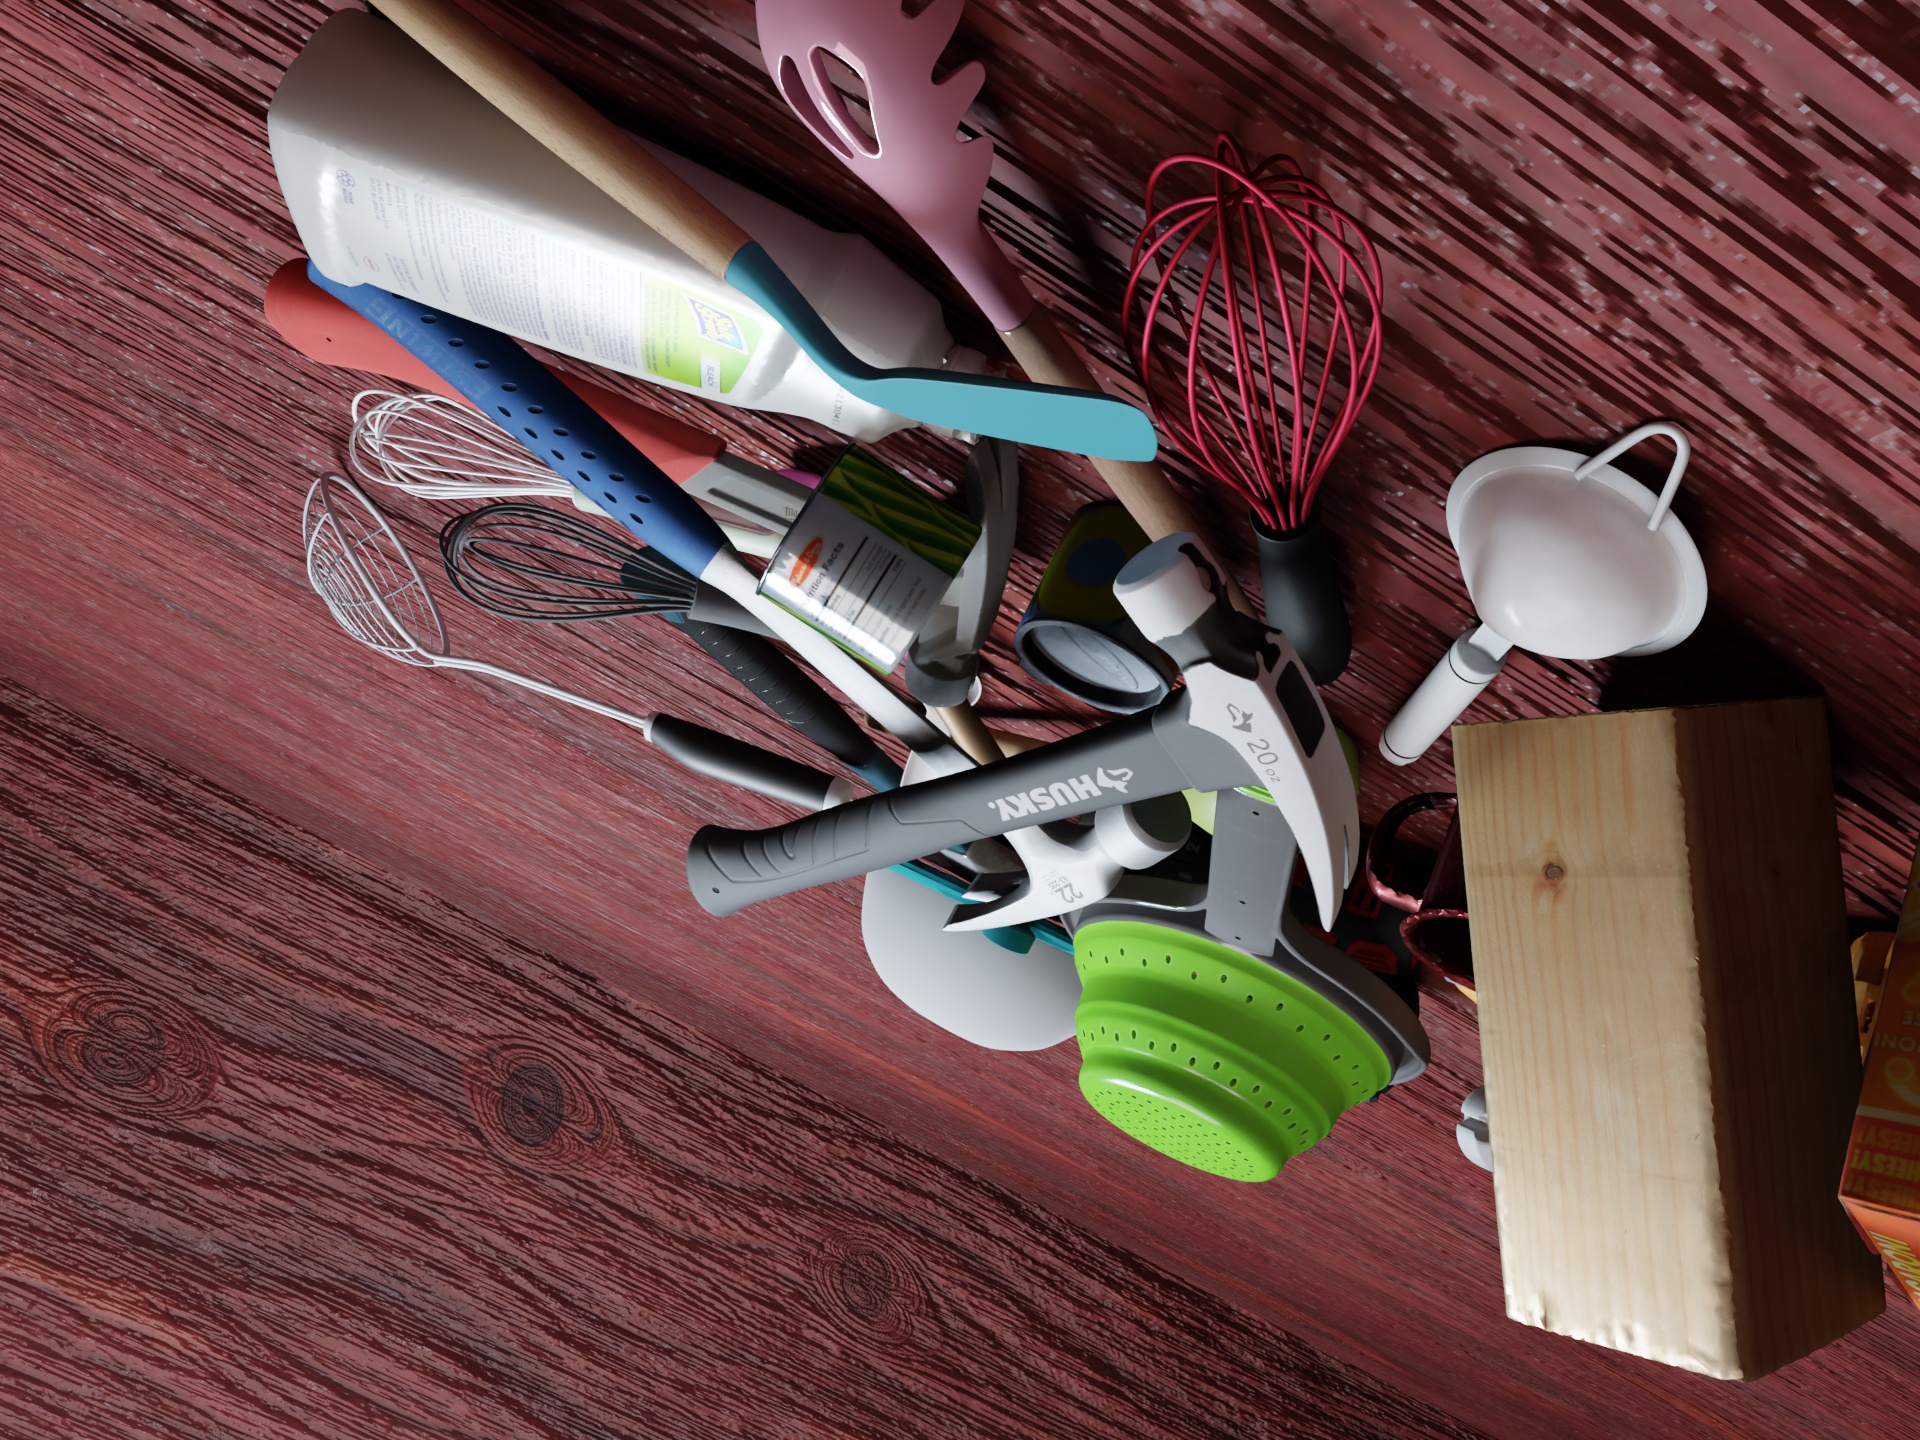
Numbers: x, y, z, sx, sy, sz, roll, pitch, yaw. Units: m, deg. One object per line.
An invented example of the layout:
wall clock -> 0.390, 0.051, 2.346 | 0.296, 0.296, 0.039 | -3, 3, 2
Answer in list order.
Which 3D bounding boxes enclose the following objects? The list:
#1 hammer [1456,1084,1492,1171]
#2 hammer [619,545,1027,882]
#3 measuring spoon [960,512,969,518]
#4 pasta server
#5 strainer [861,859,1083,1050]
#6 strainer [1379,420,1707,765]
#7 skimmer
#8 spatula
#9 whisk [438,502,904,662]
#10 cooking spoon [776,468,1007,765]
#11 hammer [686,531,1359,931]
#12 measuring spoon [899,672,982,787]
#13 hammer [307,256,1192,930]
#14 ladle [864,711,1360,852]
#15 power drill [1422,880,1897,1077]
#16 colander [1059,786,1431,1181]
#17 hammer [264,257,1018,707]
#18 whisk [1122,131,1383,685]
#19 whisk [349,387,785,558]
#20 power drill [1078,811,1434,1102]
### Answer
hammer -> 0.418, 0.221, 0.706 | 0.386, 0.038, 0.143 | 13, 179, -21
hammer -> -0.065, 0.010, 0.898 | 0.128, 0.033, 0.330 | 16, 159, 47
measuring spoon -> -0.029, -0.088, 0.700 | 0.129, 0.021, 0.042 | 23, 154, 34
pasta server -> 0.034, -0.120, 0.517 | 0.060, 0.040, 0.315 | 7, 154, 40
strainer -> 0.013, 0.158, 0.998 | 0.211, 0.095, 0.340 | 25, 176, 2
strainer -> 0.187, -0.024, 0.566 | 0.087, 0.050, 0.258 | 38, 165, 12
skimmer -> -0.221, -0.044, 0.925 | 0.363, 0.090, 0.127 | 20, 170, 9
spatula -> -0.079, -0.163, 0.484 | 0.317, 0.044, 0.082 | 39, -175, 8
whisk -> -0.126, -0.058, 0.758 | 0.238, 0.055, 0.055 | 11, 164, -19
cooking spoon -> -0.001, -0.002, 0.780 | 0.069, 0.017, 0.318 | 18, 151, 44
hammer -> 0.000, 0.039, 0.626 | 0.335, 0.035, 0.146 | -19, 116, 44
measuring spoon -> -0.015, 0.009, 0.845 | 0.034, 0.018, 0.124 | 12, 135, -6
hammer -> -0.096, -0.056, 0.655 | 0.405, 0.035, 0.144 | 41, 141, -7
ladle -> 0.059, 0.011, 0.810 | 0.320, 0.062, 0.078 | 13, 155, 48
power drill -> 0.341, 0.138, 0.720 | 0.226, 0.084, 0.185 | 11, 162, 44
colander -> 0.119, 0.132, 0.748 | 0.204, 0.094, 0.396 | 21, 155, 17
hammer -> -0.144, -0.128, 0.675 | 0.359, 0.037, 0.149 | 25, 142, 13
whisk -> 0.103, -0.076, 0.513 | 0.073, 0.073, 0.295 | 17, 163, 23
whisk -> -0.188, -0.116, 0.767 | 0.246, 0.058, 0.059 | 15, 145, 13
power drill -> 0.167, 0.119, 0.881 | 0.188, 0.080, 0.226 | 16, 154, 24
